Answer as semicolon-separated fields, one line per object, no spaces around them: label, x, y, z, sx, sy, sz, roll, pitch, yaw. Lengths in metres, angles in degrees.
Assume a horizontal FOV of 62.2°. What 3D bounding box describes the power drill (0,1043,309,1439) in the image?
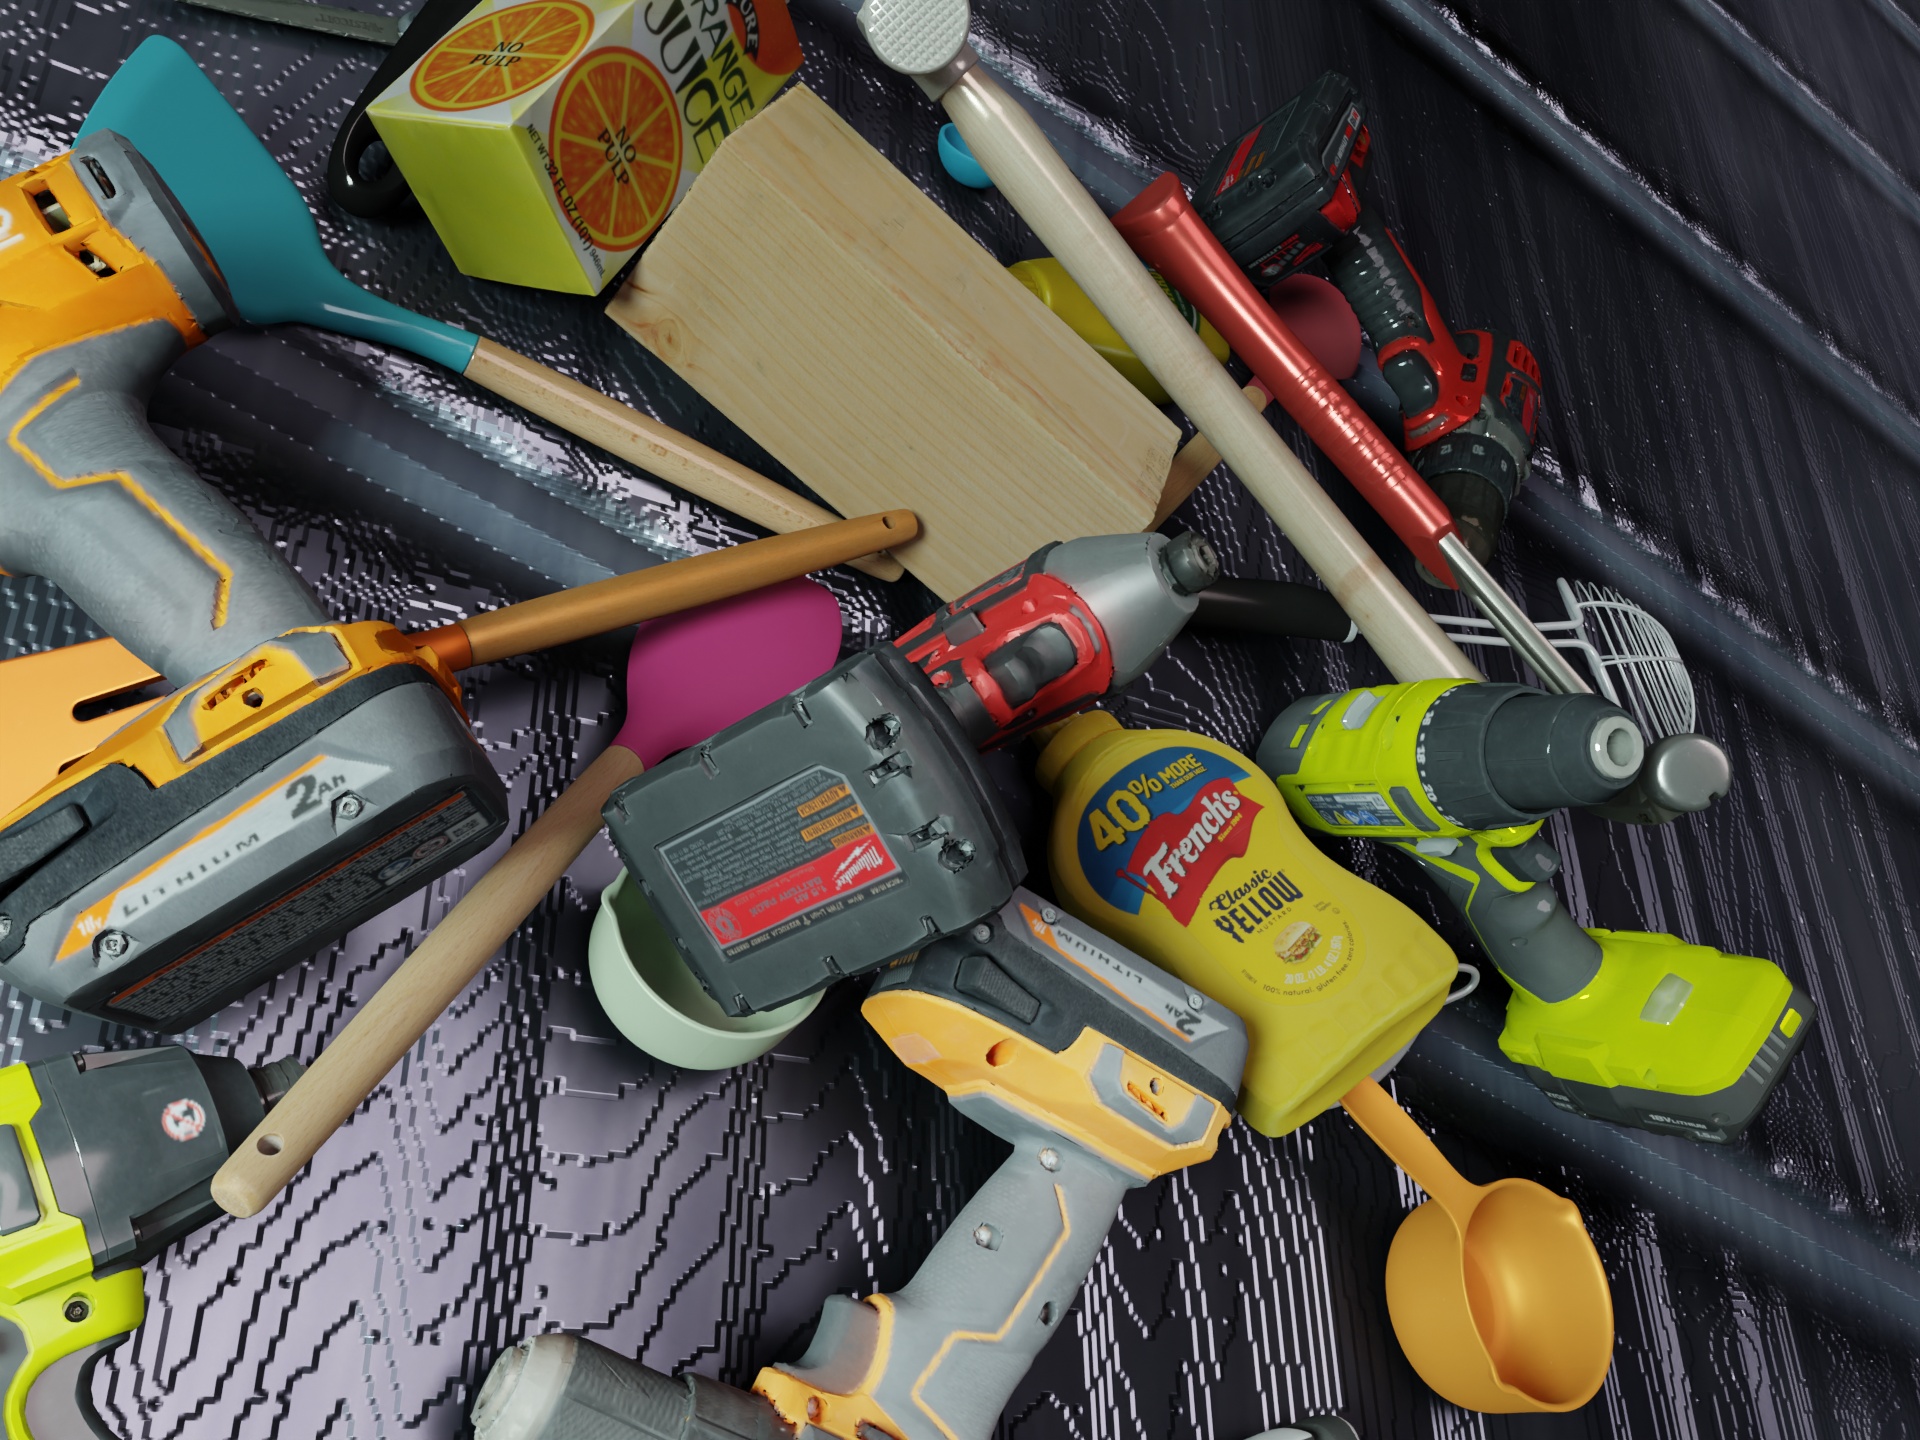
power drill;-0.204;0.191;0.360;0.171;0.080;0.223;-16;74;-39

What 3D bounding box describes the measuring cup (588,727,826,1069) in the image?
measuring cup;-0.086;0.044;0.549;0.083;0.038;0.168;19;42;-24

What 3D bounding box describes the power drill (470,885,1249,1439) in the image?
power drill;-0.021;0.163;0.489;0.185;0.084;0.226;31;64;-13

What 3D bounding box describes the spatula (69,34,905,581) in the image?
spatula;-0.150;-0.125;0.577;0.317;0.044;0.082;25;54;-24

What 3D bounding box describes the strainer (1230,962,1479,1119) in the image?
strainer;0.110;0.141;0.628;0.258;0.050;0.086;-21;124;-35

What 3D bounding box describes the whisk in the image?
whisk;-0.172;-0.314;0.620;0.073;0.073;0.296;28;68;-21

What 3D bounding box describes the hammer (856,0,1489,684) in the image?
hammer;0.103;-0.145;0.685;0.410;0.038;0.146;47;12;-17

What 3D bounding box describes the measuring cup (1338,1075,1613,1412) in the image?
measuring cup;0.187;0.204;0.644;0.173;0.052;0.095;48;49;-3

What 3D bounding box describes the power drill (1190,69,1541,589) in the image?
power drill;0.210;-0.188;0.797;0.226;0.080;0.188;45;45;-20

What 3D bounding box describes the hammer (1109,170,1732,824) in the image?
hammer;0.195;-0.100;0.712;0.359;0.036;0.149;51;5;7

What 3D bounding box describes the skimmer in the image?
skimmer;0.230;-0.028;0.805;0.363;0.090;0.127;4;56;-22

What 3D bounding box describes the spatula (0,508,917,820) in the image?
spatula;-0.144;-0.027;0.523;0.322;0.041;0.081;-21;78;-37

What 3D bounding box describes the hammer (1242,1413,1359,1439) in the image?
hammer;0.128;0.413;0.506;0.127;0.034;0.337;-2;69;-37

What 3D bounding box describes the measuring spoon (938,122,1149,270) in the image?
measuring spoon;0.038;-0.244;0.763;0.129;0.021;0.042;42;42;16

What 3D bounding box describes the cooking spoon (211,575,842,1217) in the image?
cooking spoon;-0.118;0.028;0.500;0.069;0.017;0.319;28;40;4

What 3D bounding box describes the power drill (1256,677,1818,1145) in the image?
power drill;0.250;0.072;0.668;0.228;0.190;0.080;47;71;-14

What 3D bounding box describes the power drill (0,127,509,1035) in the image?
power drill;-0.240;-0.034;0.419;0.164;0.084;0.226;-32;77;-13

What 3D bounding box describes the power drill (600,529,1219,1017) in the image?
power drill;-0.001;-0.002;0.522;0.078;0.143;0.220;59;32;-7

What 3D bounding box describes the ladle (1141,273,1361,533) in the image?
ladle;0.136;-0.152;0.806;0.069;0.031;0.315;47;51;-6
